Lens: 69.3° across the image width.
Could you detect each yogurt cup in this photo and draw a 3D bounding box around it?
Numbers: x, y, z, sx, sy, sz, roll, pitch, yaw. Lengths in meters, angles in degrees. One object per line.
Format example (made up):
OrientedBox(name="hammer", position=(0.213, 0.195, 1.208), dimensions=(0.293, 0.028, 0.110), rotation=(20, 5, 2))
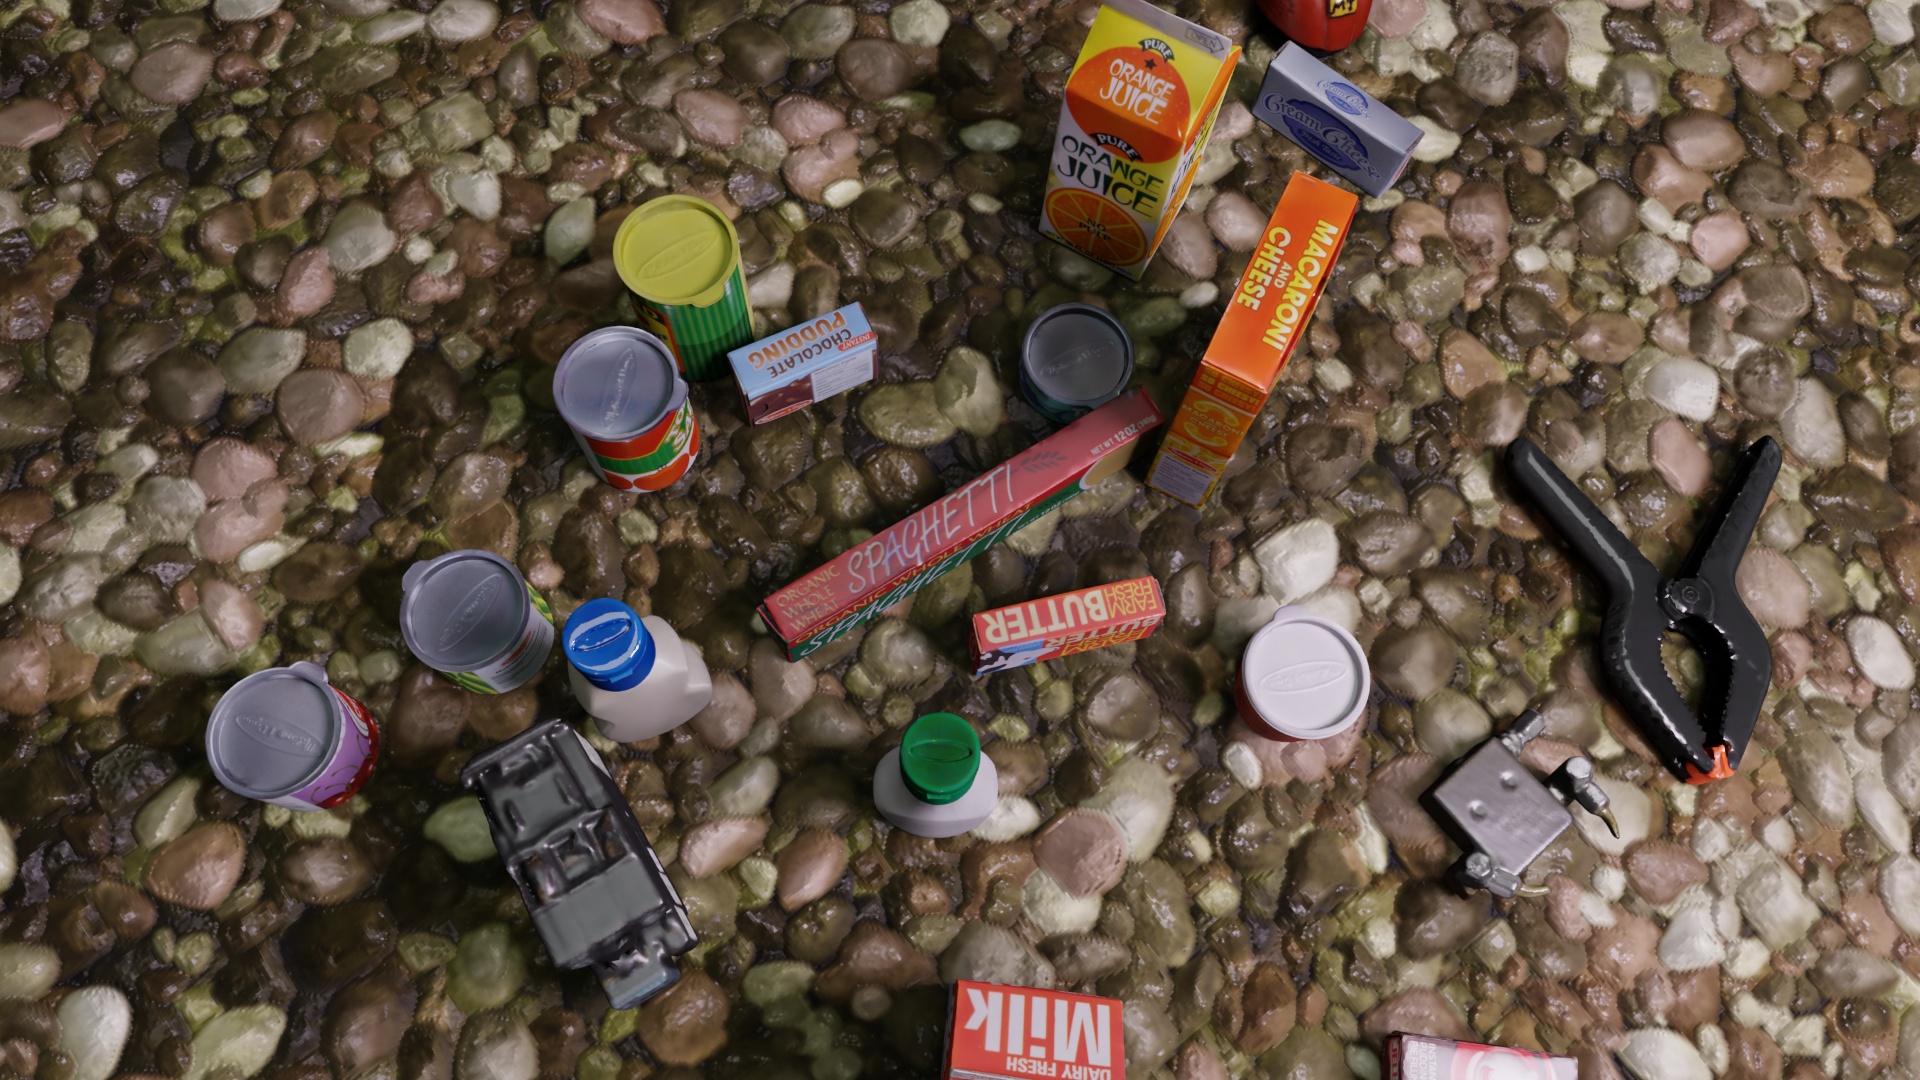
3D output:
OrientedBox(name="yogurt cup", position=(0.181, 0.078, 0.753), dimensions=(0.072, 0.053, 0.072), rotation=(1, 71, -2))

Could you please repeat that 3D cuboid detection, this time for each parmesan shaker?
OrientedBox(name="parmesan shaker", position=(-0.152, -0.137, 0.784), dimensions=(0.071, 0.102, 0.071), rotation=(1, 72, -2))

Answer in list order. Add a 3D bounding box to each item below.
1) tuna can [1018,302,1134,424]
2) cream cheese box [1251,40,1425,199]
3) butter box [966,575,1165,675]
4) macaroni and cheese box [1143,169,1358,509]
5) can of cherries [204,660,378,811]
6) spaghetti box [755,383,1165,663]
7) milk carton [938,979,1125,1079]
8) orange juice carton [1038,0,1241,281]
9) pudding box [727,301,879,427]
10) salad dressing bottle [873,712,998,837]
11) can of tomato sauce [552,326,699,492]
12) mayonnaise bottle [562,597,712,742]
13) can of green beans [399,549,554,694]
OrientedBox(name="tuna can", position=(0.069, -0.102, 0.820), dimensions=(0.071, 0.032, 0.071), rotation=(1, 71, -2))
OrientedBox(name="cream cheese box", position=(0.235, -0.263, 0.872), dimensions=(0.104, 0.053, 0.024), rotation=(39, 74, 10))
OrientedBox(name="butter box", position=(0.056, 0.047, 0.758), dimensions=(0.103, 0.053, 0.024), rotation=(-12, 73, -7))
OrientedBox(name="macaroni and cheese box", position=(0.155, -0.102, 0.754), dimensions=(0.040, 0.166, 0.124), rotation=(26, 72, 6))
OrientedBox(name="can of cherries", position=(-0.341, 0.102, 0.717), dimensions=(0.071, 0.058, 0.071), rotation=(1, 71, -2))
OrientedBox(name="spaghetti box", position=(0.003, -0.010, 0.776), dimensions=(0.251, 0.050, 0.029), rotation=(-31, 76, -12))
OrientedBox(name="milk carton", position=(0.027, 0.237, 0.620), dimensions=(0.072, 0.190, 0.073), rotation=(7, 72, 0))
OrientedBox(name="orange juice carton", position=(0.100, -0.233, 0.782), dimensions=(0.072, 0.192, 0.073), rotation=(28, 73, 7))
OrientedBox(name="pudding box", position=(-0.090, -0.101, 0.803), dimensions=(0.084, 0.049, 0.030), rotation=(-24, 74, -10))
OrientedBox(name="salad dressing bottle", position=(-0.011, 0.116, 0.682), dimensions=(0.064, 0.147, 0.044), rotation=(3, 72, -2))
OrientedBox(name="can of tomato sauce", position=(-0.181, -0.070, 0.771), dimensions=(0.071, 0.083, 0.071), rotation=(1, 72, -2))
OrientedBox(name="mayonnaise bottle", position=(-0.164, 0.065, 0.691), dimensions=(0.065, 0.147, 0.041), rotation=(-25, 75, -10))
OrientedBox(name="can of green beans", position=(-0.256, 0.044, 0.741), dimensions=(0.071, 0.057, 0.071), rotation=(1, 71, -2))
